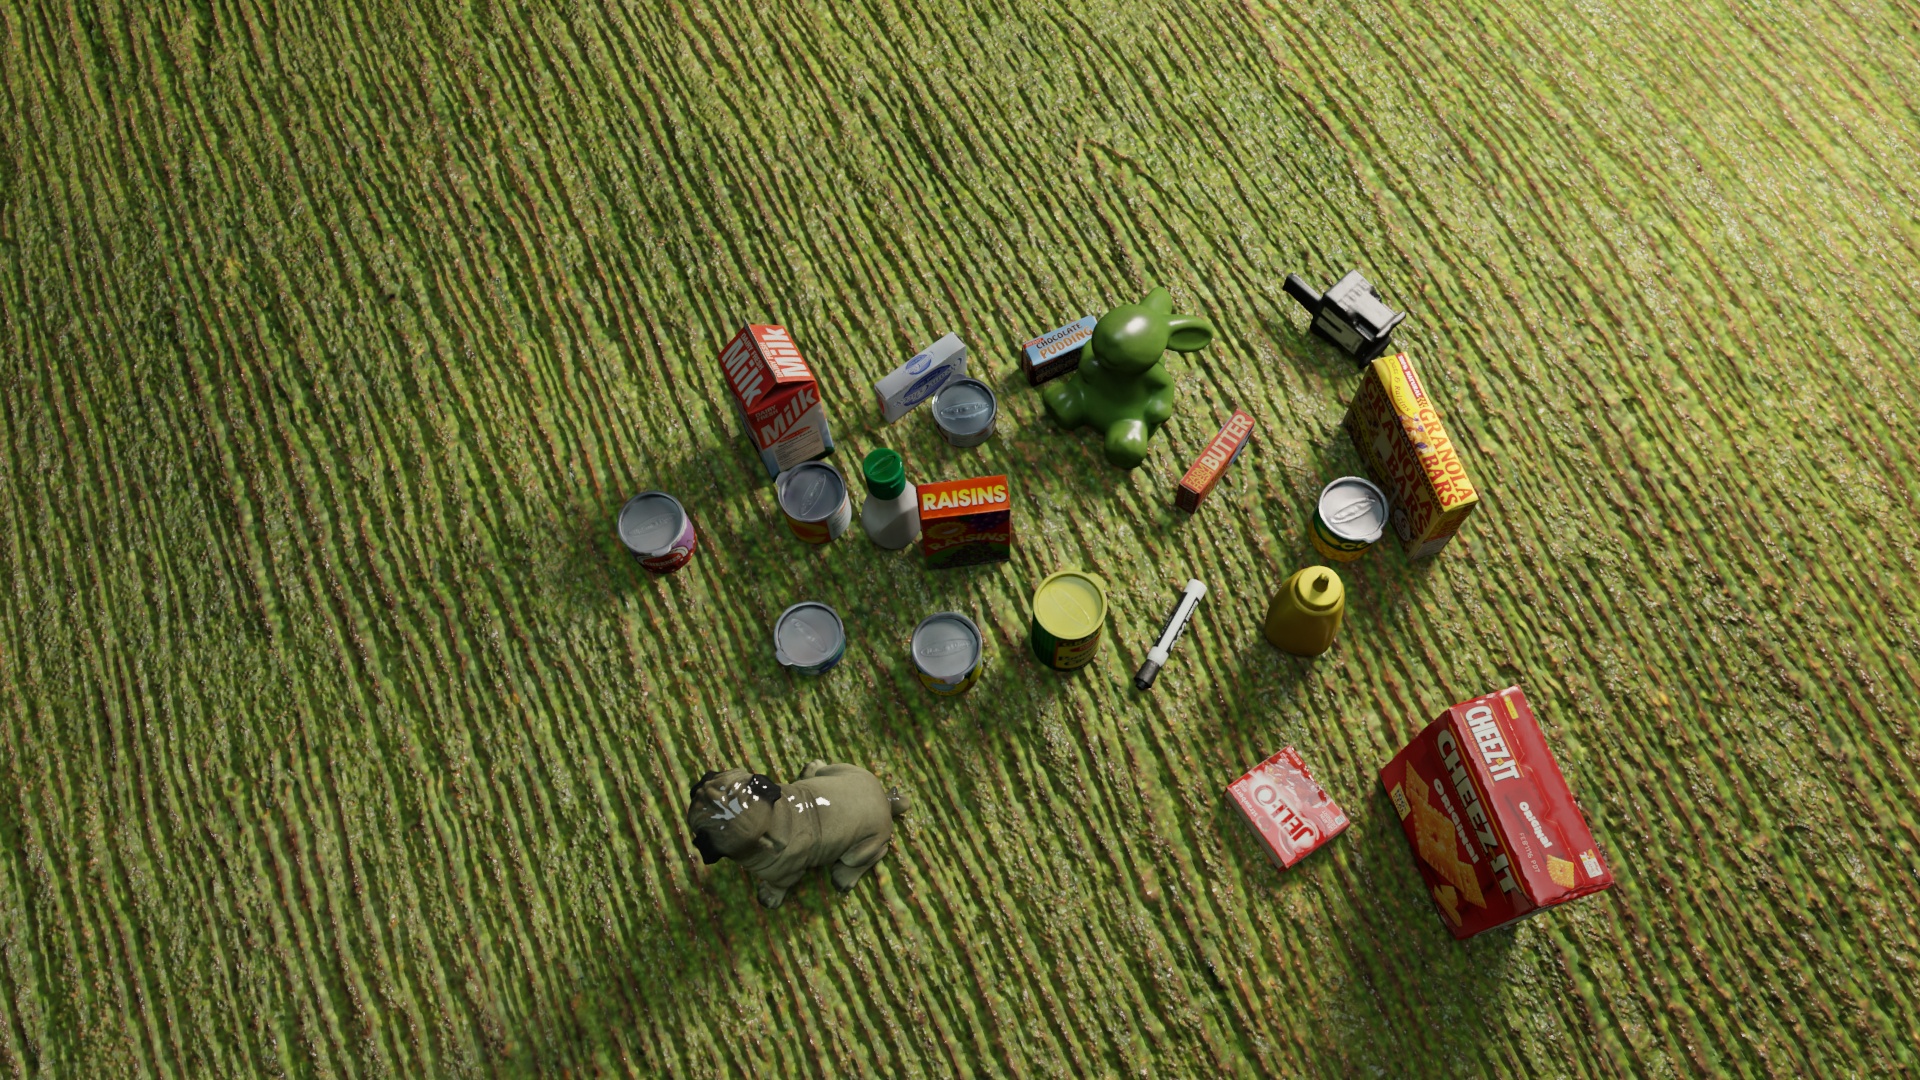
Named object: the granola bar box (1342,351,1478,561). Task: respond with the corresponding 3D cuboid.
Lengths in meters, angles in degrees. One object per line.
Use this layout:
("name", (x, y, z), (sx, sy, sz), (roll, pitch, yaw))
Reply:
("granola bar box", (0.429, -0.079, 1.332), (0.039, 0.123, 0.166), (-16, 67, -5))

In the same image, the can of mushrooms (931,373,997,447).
("can of mushrooms", (0.004, -0.133, 1.418), (0.071, 0.033, 0.071), (-1, 67, 2))

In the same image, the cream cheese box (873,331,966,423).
("cream cheese box", (-0.040, -0.167, 1.424), (0.104, 0.053, 0.024), (-36, 71, -13))

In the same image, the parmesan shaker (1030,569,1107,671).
("parmesan shaker", (0.102, 0.075, 1.288), (0.071, 0.102, 0.071), (-1, 67, 2))

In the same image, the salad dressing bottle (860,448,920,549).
("salad dressing bottle", (-0.067, -0.040, 1.319), (0.064, 0.147, 0.044), (-35, 70, -12))

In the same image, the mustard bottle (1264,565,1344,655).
("mustard bottle", (0.317, 0.059, 1.257), (0.065, 0.159, 0.049), (18, 69, 9))

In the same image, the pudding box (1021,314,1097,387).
("pudding box", (0.105, -0.196, 1.434), (0.084, 0.049, 0.030), (-23, 68, -8))

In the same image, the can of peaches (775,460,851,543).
("can of peaches", (-0.145, -0.038, 1.369), (0.071, 0.058, 0.071), (-1, 67, 2))

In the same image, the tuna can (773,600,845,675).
("tuna can", (-0.145, 0.096, 1.326), (0.071, 0.032, 0.071), (-1, 67, 2))

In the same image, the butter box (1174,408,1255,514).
("butter box", (0.252, -0.078, 1.376), (0.024, 0.053, 0.104), (35, 72, 15))

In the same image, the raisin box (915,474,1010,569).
("raisin box", (0.005, -0.017, 1.320), (0.086, 0.123, 0.040), (-6, 67, -1))

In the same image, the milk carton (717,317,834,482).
("milk carton", (-0.179, -0.139, 1.342), (0.073, 0.189, 0.072), (-27, 69, -9))

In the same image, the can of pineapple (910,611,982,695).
("can of pineapple", (-0.013, 0.109, 1.302), (0.071, 0.057, 0.071), (-1, 67, 2))

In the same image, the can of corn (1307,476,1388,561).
("can of corn", (0.375, -0.018, 1.343), (0.071, 0.058, 0.071), (-1, 67, 2))

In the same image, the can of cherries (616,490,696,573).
("can of cherries", (-0.296, -0.005, 1.360), (0.071, 0.058, 0.072), (-1, 67, 2))
